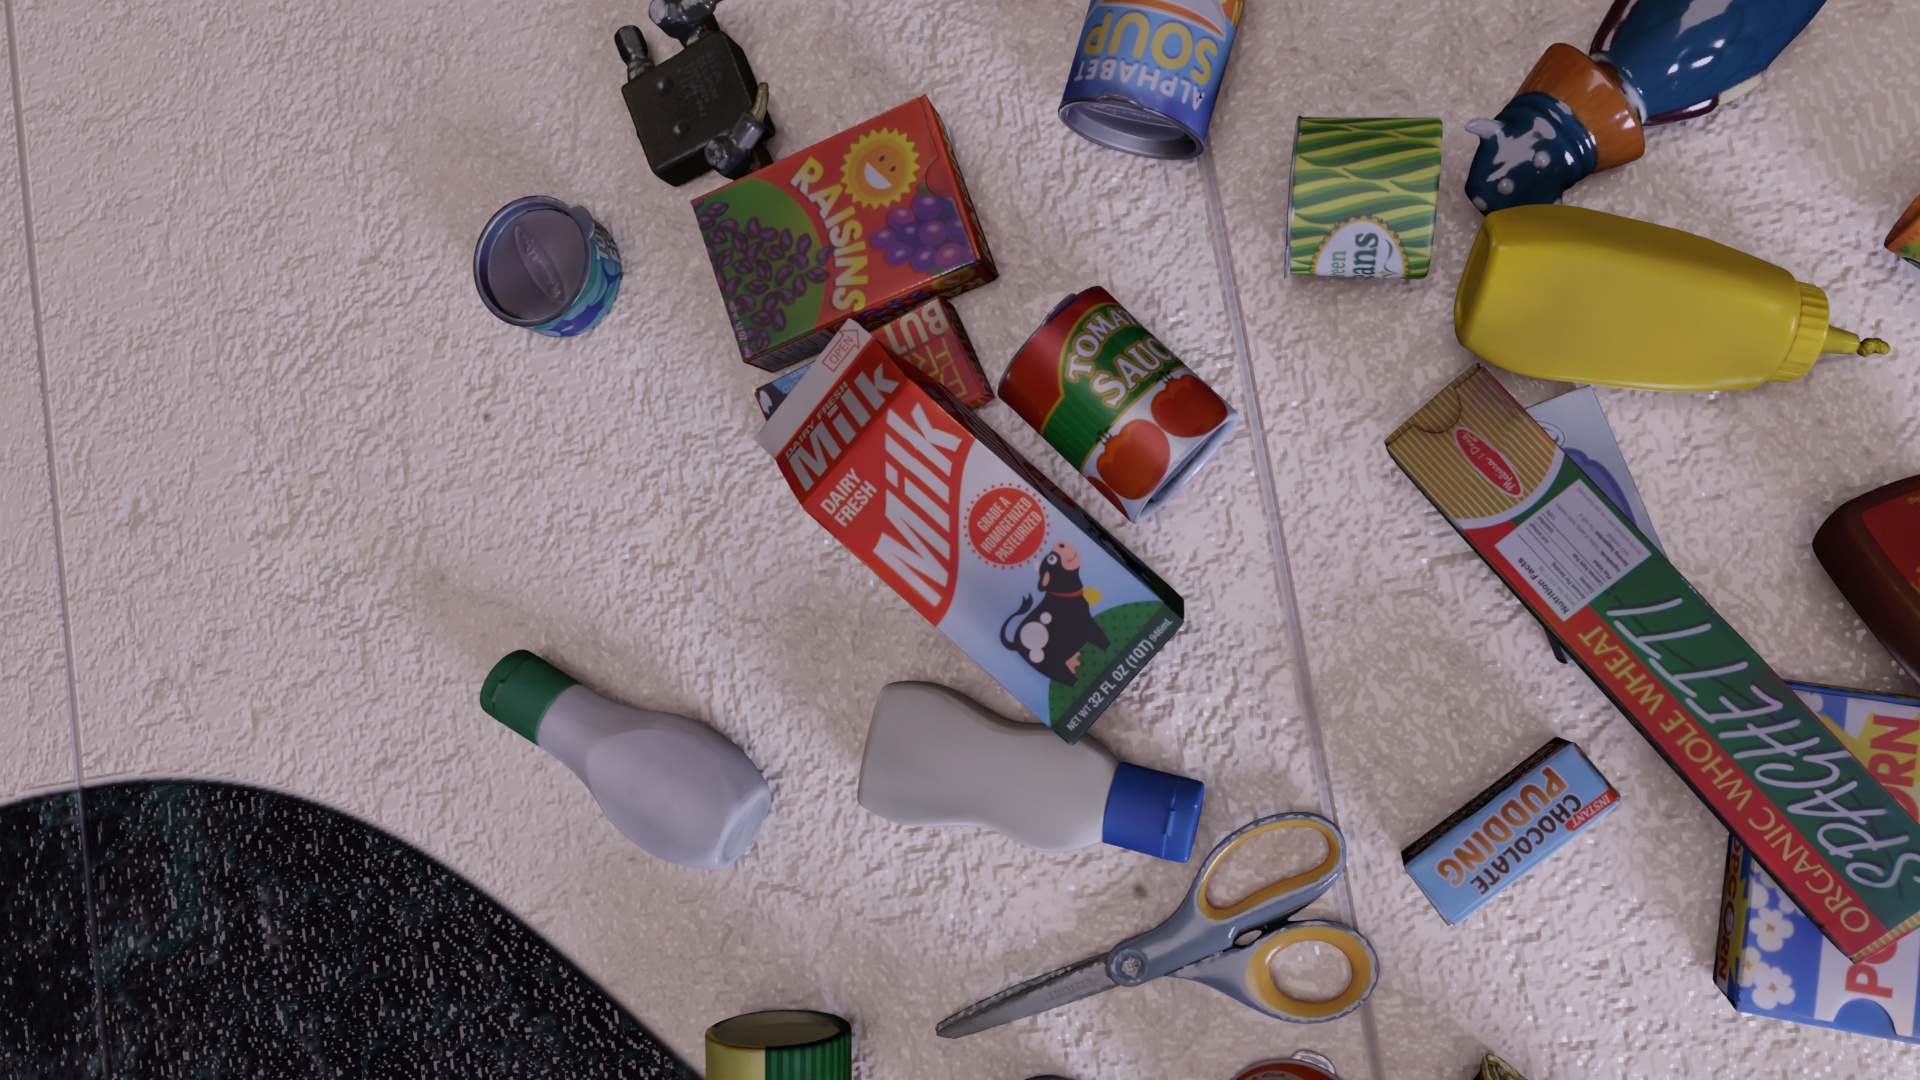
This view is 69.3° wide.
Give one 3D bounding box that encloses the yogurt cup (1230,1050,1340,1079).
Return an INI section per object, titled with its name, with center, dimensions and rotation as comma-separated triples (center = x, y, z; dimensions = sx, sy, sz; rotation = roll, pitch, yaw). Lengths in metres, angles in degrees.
[yogurt cup]
center = 0.135, 0.255, 0.570
dimensions = 0.072, 0.054, 0.072
rotation = -1, 87, 15

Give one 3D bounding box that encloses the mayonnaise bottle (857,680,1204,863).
[mayonnaise bottle]
center = 0.031, 0.107, 0.614
dimensions = 0.148, 0.041, 0.065
rotation = 12, 88, 15

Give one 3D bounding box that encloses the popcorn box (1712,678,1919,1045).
[popcorn box]
center = 0.344, 0.120, 0.530
dimensions = 0.085, 0.038, 0.126
rotation = 7, 88, 14

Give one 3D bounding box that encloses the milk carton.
[milk carton]
center = 0.002, -0.007, 0.596
dimensions = 0.190, 0.073, 0.072
rotation = 41, 99, 4

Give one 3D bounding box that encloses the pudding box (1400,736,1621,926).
[pudding box]
center = 0.219, 0.116, 0.558
dimensions = 0.083, 0.049, 0.030
rotation = -40, 76, 10

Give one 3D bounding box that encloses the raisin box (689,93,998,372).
[raisin box]
center = -0.055, -0.142, 0.654
dimensions = 0.123, 0.040, 0.086
rotation = -20, 81, 12

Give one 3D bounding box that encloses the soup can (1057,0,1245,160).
[soup can]
center = 0.085, -0.218, 0.604
dimensions = 0.071, 0.071, 0.083
rotation = 16, 91, 16

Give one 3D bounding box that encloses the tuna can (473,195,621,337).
[tuna can]
center = -0.205, -0.138, 0.697
dimensions = 0.071, 0.033, 0.071
rotation = -1, 87, 15

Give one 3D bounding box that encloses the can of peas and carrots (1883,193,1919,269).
[can of peas and carrots]
center = 0.394, -0.119, 0.519
dimensions = 0.059, 0.071, 0.071
rotation = 40, 97, 14

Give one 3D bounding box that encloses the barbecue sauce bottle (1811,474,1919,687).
[barbecue sauce bottle]
center = 0.374, 0.045, 0.492
dimensions = 0.065, 0.043, 0.149
rotation = -15, 55, -3

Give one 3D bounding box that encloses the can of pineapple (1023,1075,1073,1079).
[can of pineapple]
center = 0.036, 0.272, 0.593
dimensions = 0.071, 0.058, 0.071
rotation = -1, 86, 15

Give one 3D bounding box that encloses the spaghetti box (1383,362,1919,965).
[spaghetti box]
center = 0.263, 0.041, 0.527
dimensions = 0.050, 0.029, 0.250
rotation = -41, 73, 13

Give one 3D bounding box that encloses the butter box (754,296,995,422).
[butter box]
center = -0.041, -0.068, 0.653
dimensions = 0.103, 0.024, 0.053
rotation = -25, 81, 12

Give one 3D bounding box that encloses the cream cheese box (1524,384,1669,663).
[cream cheese box]
center = 0.252, -0.007, 0.570
dimensions = 0.053, 0.024, 0.104
rotation = -22, 81, 12

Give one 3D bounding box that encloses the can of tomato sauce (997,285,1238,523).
[can of tomato sauce]
center = 0.069, -0.059, 0.599
dimensions = 0.083, 0.071, 0.071
rotation = 45, 98, 13

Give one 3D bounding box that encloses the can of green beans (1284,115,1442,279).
[can of green beans]
center = 0.168, -0.143, 0.580
dimensions = 0.058, 0.071, 0.071
rotation = 5, 88, 15

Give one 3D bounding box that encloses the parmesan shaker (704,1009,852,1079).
[parmesan shaker]
center = -0.078, 0.270, 0.619
dimensions = 0.071, 0.071, 0.103
rotation = -2, 86, 15

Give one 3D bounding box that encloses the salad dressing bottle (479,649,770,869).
[salad dressing bottle]
center = -0.163, 0.101, 0.666
dimensions = 0.148, 0.044, 0.064
rotation = 28, 96, 16

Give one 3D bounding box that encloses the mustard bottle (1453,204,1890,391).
[mustard bottle]
center = 0.282, -0.089, 0.549
dimensions = 0.160, 0.049, 0.065
rotation = 12, 130, 4
